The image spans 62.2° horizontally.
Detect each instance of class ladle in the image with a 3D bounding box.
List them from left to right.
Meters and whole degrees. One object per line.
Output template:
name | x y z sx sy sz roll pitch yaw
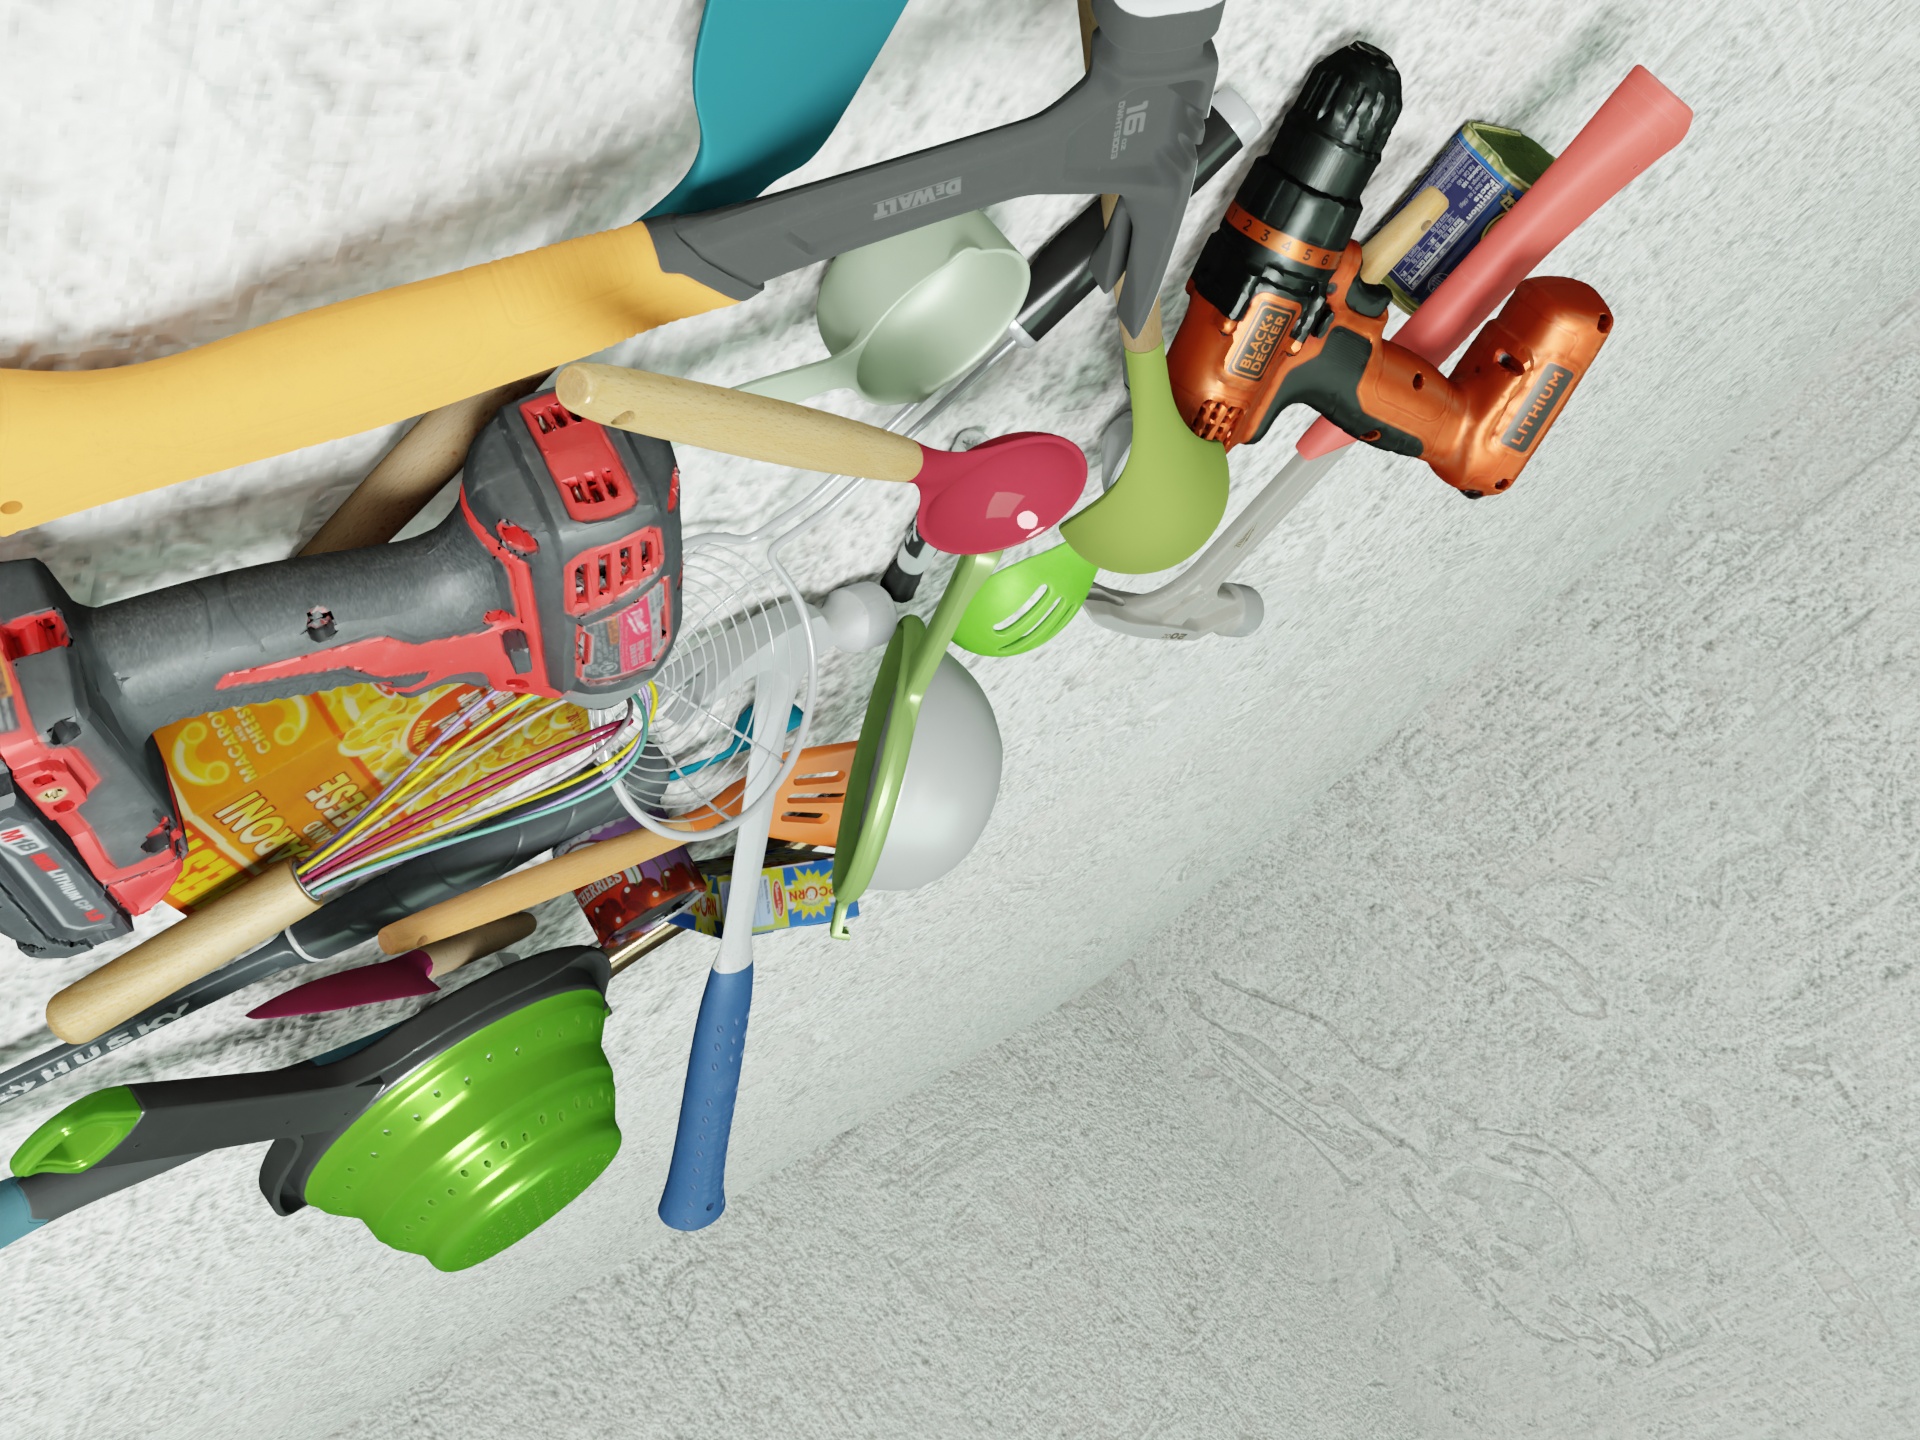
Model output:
ladle | -0.029 -0.083 0.502 0.069 0.031 0.315 -35 170 20
ladle | 0.057 -0.165 0.576 0.078 0.062 0.319 -28 144 -8

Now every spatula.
spatula | -0.128 -0.119 0.468 0.317 0.044 0.082 -37 165 24
spatula | -0.152 0.067 0.814 0.322 0.041 0.081 -21 139 -53

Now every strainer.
strainer | -0.001 -0.002 0.771 0.069 0.152 0.256 15 144 -10
strainer | 0.088 -0.161 0.765 0.087 0.050 0.258 -46 160 -8

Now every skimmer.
skimmer | -0.010 -0.099 0.636 0.363 0.090 0.127 -41 144 13

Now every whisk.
whisk | -0.218 0.050 0.583 0.245 0.051 0.047 -31 170 -4

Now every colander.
colander | -0.264 0.205 0.749 0.204 0.094 0.397 -42 165 4

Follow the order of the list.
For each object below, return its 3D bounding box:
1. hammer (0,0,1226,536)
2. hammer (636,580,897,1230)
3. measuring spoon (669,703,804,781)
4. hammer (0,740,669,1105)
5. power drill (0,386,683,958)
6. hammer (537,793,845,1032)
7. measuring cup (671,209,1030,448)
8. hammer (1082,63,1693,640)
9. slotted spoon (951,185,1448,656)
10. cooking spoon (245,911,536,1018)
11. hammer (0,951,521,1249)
hammer | -0.091 -0.111 0.423 0.337 0.034 0.127 -20 156 -12
hammer | -0.125 0.122 0.848 0.144 0.035 0.405 -23 135 -46
measuring spoon | -0.144 0.016 0.853 0.128 0.021 0.042 -23 177 -10
hammer | -0.314 0.106 0.716 0.409 0.036 0.149 -28 163 -28
power drill | -0.189 -0.016 0.481 0.219 0.079 0.143 -22 159 -19
hammer | -0.164 0.115 1.065 0.331 0.031 0.130 -33 164 -10
measuring cup | -0.053 -0.134 0.553 0.167 0.038 0.083 -27 162 -23
hammer | 0.207 -0.169 0.797 0.149 0.037 0.359 3 138 -46
slotted spoon | 0.111 -0.134 0.767 0.313 0.031 0.070 -44 144 18
cooking spoon | -0.252 0.114 0.762 0.069 0.017 0.319 -7 178 0
hammer | -0.341 0.186 0.799 0.128 0.033 0.331 -31 175 28
